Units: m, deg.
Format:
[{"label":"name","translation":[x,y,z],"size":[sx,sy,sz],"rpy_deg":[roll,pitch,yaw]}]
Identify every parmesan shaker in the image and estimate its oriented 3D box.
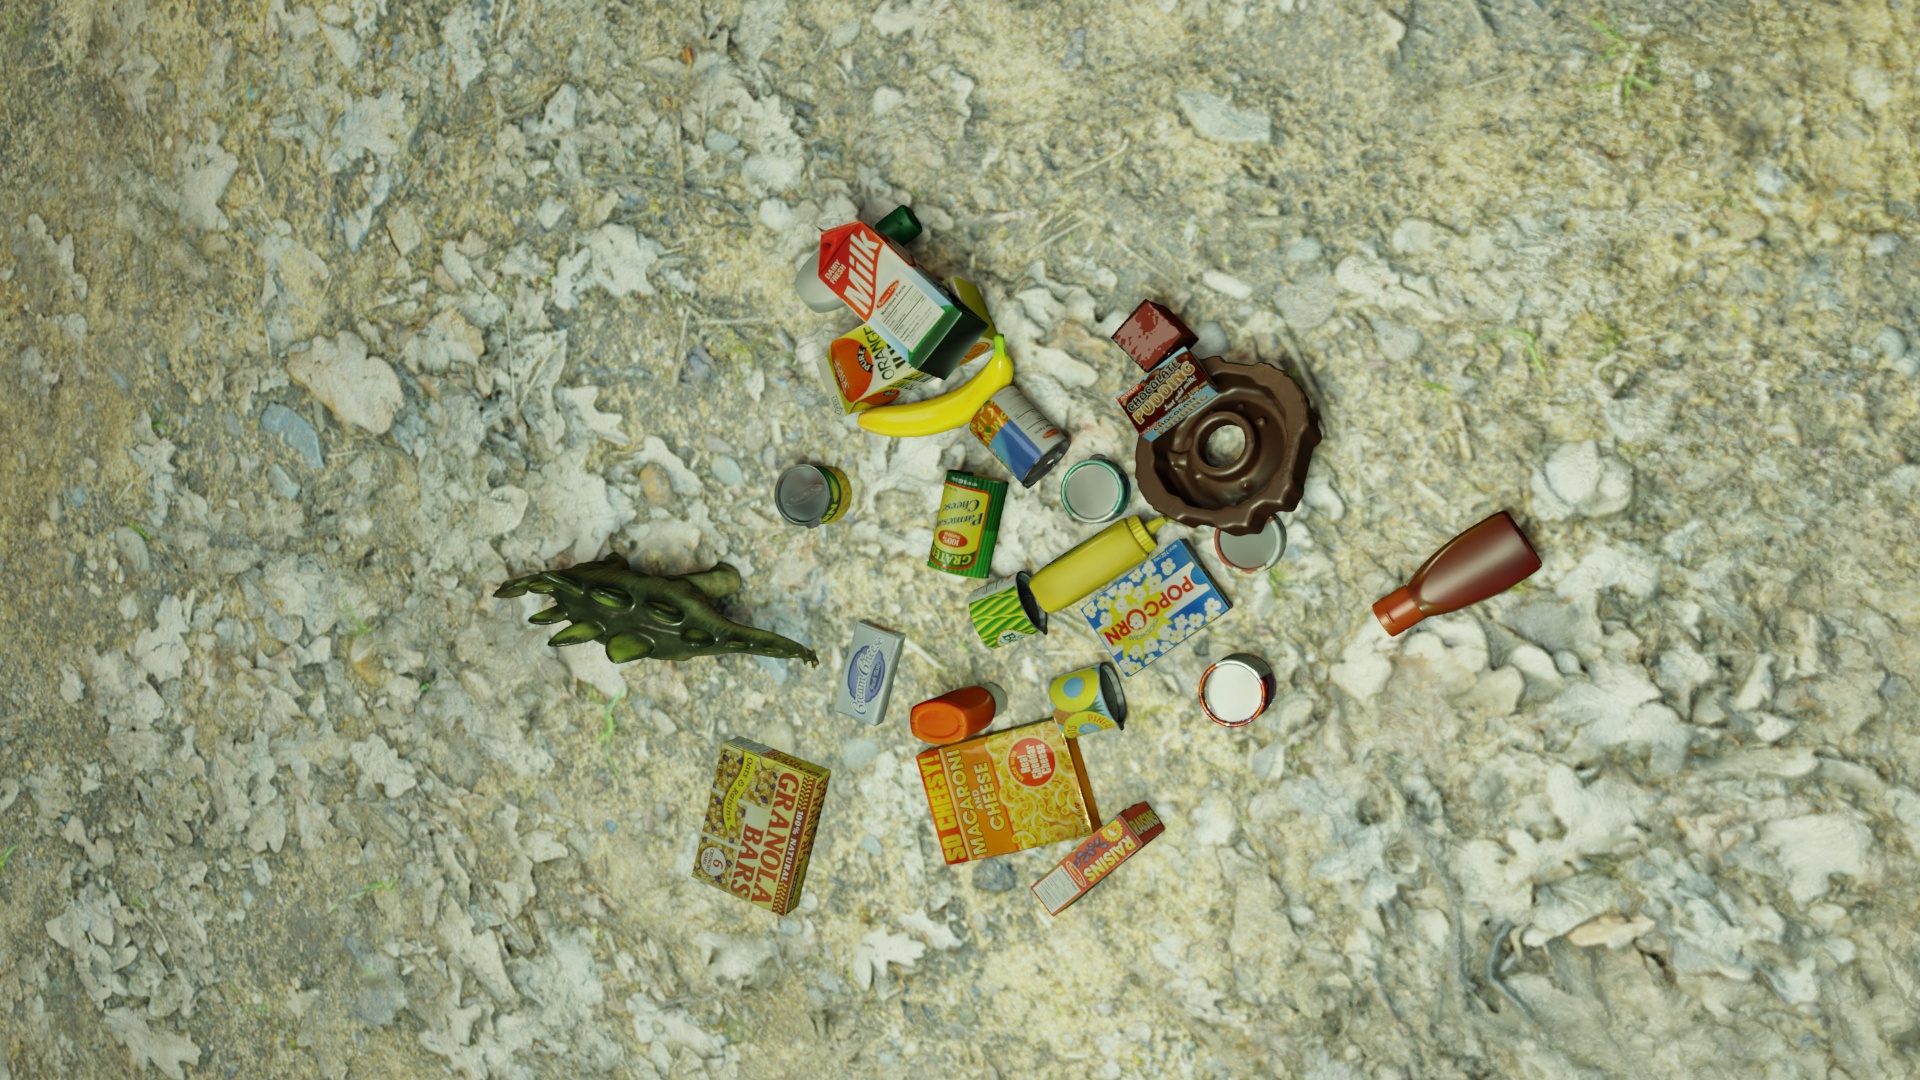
[{"label":"parmesan shaker","translation":[0.005,-0.018,1.439],"size":[0.071,0.071,0.103],"rpy_deg":[14,97,20]}]

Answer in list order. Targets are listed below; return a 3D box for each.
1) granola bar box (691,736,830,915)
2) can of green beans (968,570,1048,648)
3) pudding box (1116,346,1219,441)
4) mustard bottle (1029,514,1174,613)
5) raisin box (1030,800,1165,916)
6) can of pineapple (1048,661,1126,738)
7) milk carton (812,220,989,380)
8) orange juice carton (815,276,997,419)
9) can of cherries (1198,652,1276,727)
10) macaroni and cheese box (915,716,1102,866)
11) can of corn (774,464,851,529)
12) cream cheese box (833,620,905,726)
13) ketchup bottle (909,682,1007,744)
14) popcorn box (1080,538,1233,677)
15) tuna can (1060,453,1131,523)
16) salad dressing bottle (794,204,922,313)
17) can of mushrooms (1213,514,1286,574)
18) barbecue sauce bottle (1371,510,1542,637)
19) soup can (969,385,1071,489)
[{"label":"granola bar box","translation":[-0.224,0.319,1.554],"size":[0.124,0.039,0.165],"rpy_deg":[17,98,20]},{"label":"can of green beans","translation":[0.049,0.072,1.425],"size":[0.057,0.071,0.071],"rpy_deg":[-23,84,21]},{"label":"pudding box","translation":[0.197,-0.139,1.320],"size":[0.083,0.030,0.050],"rpy_deg":[-36,62,18]},{"label":"mustard bottle","translation":[0.146,0.015,1.389],"size":[0.160,0.065,0.049],"rpy_deg":[-33,86,13]},{"label":"raisin box","translation":[0.138,0.316,1.388],"size":[0.123,0.086,0.040],"rpy_deg":[-43,73,17]},{"label":"can of pineapple","translation":[0.128,0.162,1.396],"size":[0.058,0.071,0.071],"rpy_deg":[-19,85,22]},{"label":"milk carton","translation":[-0.070,-0.250,1.380],"size":[0.191,0.072,0.073],"rpy_deg":[45,104,19]},{"label":"orange juice carton","translation":[-0.063,-0.198,1.455],"size":[0.192,0.073,0.072],"rpy_deg":[-25,82,20]},{"label":"can of cherries","translation":[0.268,0.147,1.346],"size":[0.071,0.058,0.071],"rpy_deg":[1,92,21]},{"label":"macaroni and cheese box","translation":[0.049,0.260,1.445],"size":[0.166,0.040,0.123],"rpy_deg":[-17,86,21]},{"label":"can of corn","translation":[-0.158,-0.047,1.506],"size":[0.071,0.058,0.071],"rpy_deg":[1,92,21]},{"label":"cream cheese box","translation":[-0.098,0.144,1.507],"size":[0.053,0.024,0.103],"rpy_deg":[18,98,20]},{"label":"ketchup bottle","translation":[0.006,0.171,1.401],"size":[0.065,0.149,0.043],"rpy_deg":[1,93,22]},{"label":"popcorn box","translation":[0.195,0.067,1.383],"size":[0.126,0.038,0.085],"rpy_deg":[-37,78,19]},{"label":"tuna can","translation":[0.136,-0.052,1.404],"size":[0.071,0.033,0.071],"rpy_deg":[1,93,21]},{"label":"salad dressing bottle","translation":[-0.109,-0.302,1.487],"size":[0.147,0.044,0.064],"rpy_deg":[-33,79,18]},{"label":"can of mushrooms","translation":[0.279,-0.001,1.350],"size":[0.071,0.033,0.071],"rpy_deg":[1,93,21]},{"label":"barbecue sauce bottle","translation":[0.452,0.036,1.279],"size":[0.148,0.044,0.065],"rpy_deg":[-35,80,19]},{"label":"soup can","translation":[0.059,-0.105,1.416],"size":[0.084,0.071,0.071],"rpy_deg":[46,107,14]}]
